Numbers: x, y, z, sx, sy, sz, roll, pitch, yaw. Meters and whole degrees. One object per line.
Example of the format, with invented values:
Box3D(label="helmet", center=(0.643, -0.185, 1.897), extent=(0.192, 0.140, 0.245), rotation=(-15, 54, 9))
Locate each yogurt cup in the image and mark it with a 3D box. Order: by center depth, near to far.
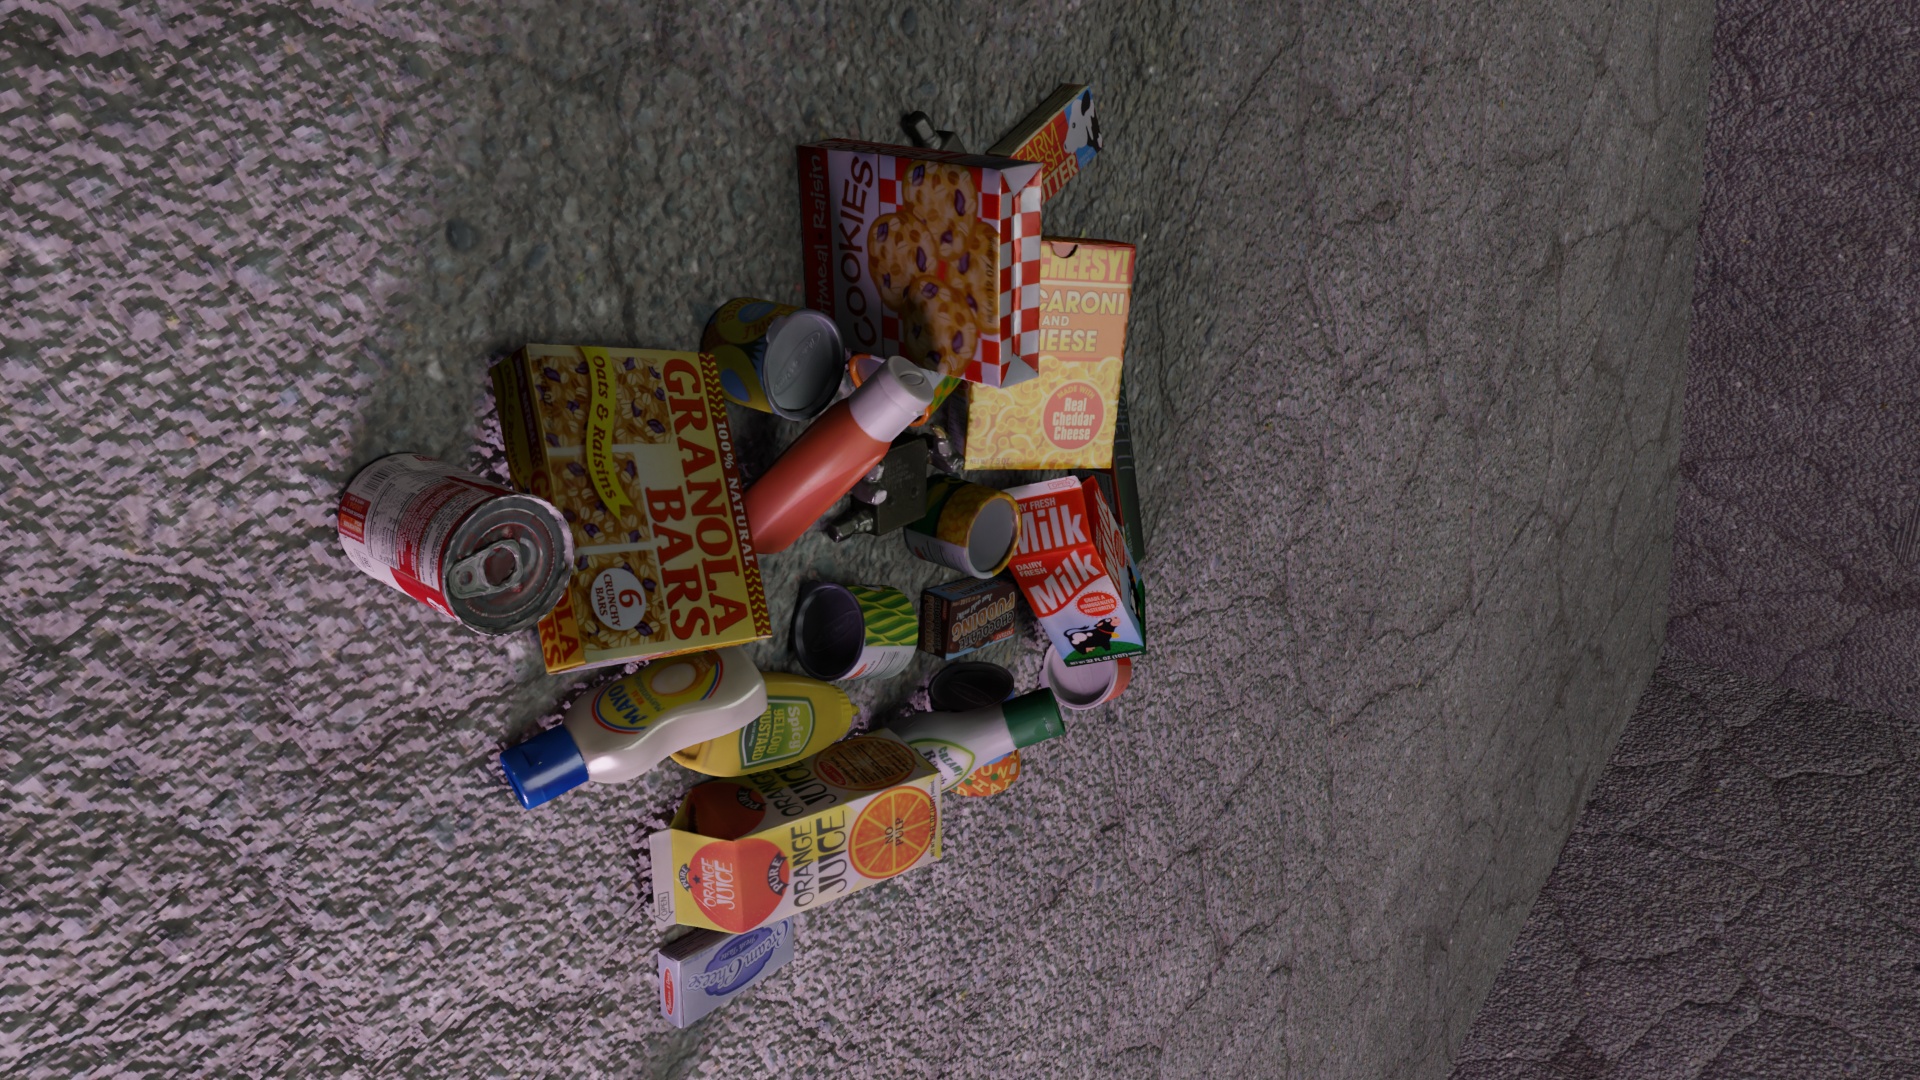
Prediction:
Box3D(label="yogurt cup", center=(0.113, 0.111, 1.195), extent=(0.054, 0.072, 0.072), rotation=(11, 95, -61))

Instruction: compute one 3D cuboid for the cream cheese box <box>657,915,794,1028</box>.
Box3D(label="cream cheese box", center=(-0.158, 0.284, 0.953), extent=(0.104, 0.024, 0.053), rotation=(-21, 120, -46))

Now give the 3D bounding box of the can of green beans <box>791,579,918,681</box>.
Box3D(label="can of green beans", center=(-0.071, 0.062, 0.941), extent=(0.058, 0.071, 0.071), rotation=(6, 100, -53))

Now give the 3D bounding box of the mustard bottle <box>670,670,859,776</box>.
Box3D(label="mustard bottle", center=(-0.118, 0.116, 0.917), extent=(0.160, 0.049, 0.065), rotation=(1, 102, -51))

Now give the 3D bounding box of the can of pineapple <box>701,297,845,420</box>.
Box3D(label="can of pineapple", center=(-0.112, -0.111, 0.828), extent=(0.071, 0.058, 0.070), rotation=(-23, 121, -45))

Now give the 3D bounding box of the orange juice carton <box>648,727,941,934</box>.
Box3D(label="orange juice carton", center=(-0.112, 0.194, 0.915), extent=(0.193, 0.073, 0.071), rotation=(-14, 116, -31))

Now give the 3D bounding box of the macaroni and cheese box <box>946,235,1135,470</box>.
Box3D(label="macaroni and cheese box", center=(0.058, -0.136, 1.007), extent=(0.124, 0.040, 0.166), rotation=(-2, 107, -24))

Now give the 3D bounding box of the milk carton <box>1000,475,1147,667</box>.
Box3D(label="milk carton", center=(0.088, 0.015, 1.097), extent=(0.189, 0.072, 0.074), rotation=(58, 27, -44))

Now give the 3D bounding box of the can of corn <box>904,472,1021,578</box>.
Box3D(label="can of corn", center=(0.004, -0.013, 1.011), extent=(0.071, 0.058, 0.071), rotation=(-24, 122, -45))

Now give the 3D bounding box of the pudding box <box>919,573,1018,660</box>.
Box3D(label="pudding box", center=(0.007, 0.057, 1.066), extent=(0.084, 0.030, 0.049), rotation=(-13, 115, -48))

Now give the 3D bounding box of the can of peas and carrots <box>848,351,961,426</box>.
Box3D(label="can of peas and carrots", center=(-0.032, -0.117, 0.921), extent=(0.059, 0.071, 0.070), rotation=(-51, 138, -25))

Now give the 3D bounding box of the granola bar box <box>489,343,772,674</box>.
Box3D(label="granola bar box", center=(-0.174, -0.019, 0.744), extent=(0.124, 0.039, 0.165), rotation=(-5, 80, -49))

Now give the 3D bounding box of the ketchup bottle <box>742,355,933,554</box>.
Box3D(label="ketchup bottle", center=(-0.078, -0.051, 0.836), extent=(0.148, 0.043, 0.065), rotation=(-40, 172, 26))

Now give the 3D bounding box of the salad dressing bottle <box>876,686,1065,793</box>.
Box3D(label="salad dressing bottle", center=(0.002, 0.147, 1.013), extent=(0.148, 0.044, 0.064), rotation=(-20, 118, 4))

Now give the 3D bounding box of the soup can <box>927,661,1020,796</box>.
Box3D(label="soup can", center=(0.010, 0.147, 1.076), extent=(0.072, 0.071, 0.083), rotation=(-32, 128, -40))

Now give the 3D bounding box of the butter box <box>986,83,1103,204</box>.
Box3D(label="butter box", center=(0.062, -0.283, 1.007), extent=(0.104, 0.024, 0.053), rotation=(-48, 136, -29))

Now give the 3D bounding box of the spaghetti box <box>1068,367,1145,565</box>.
Box3D(label="spaghetti box", center=(0.111, -0.086, 1.124), extent=(0.029, 0.050, 0.248), rotation=(-40, 132, -37))

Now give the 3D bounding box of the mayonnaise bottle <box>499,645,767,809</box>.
Box3D(label="mayonnaise bottle", center=(-0.189, 0.105, 0.804), extent=(0.149, 0.065, 0.041), rotation=(-26, 142, -26))

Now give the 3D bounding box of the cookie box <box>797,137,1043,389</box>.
Box3D(label="cookie box", center=(-0.026, -0.168, 0.824), extent=(0.040, 0.167, 0.122), rotation=(-22, 121, -42))
